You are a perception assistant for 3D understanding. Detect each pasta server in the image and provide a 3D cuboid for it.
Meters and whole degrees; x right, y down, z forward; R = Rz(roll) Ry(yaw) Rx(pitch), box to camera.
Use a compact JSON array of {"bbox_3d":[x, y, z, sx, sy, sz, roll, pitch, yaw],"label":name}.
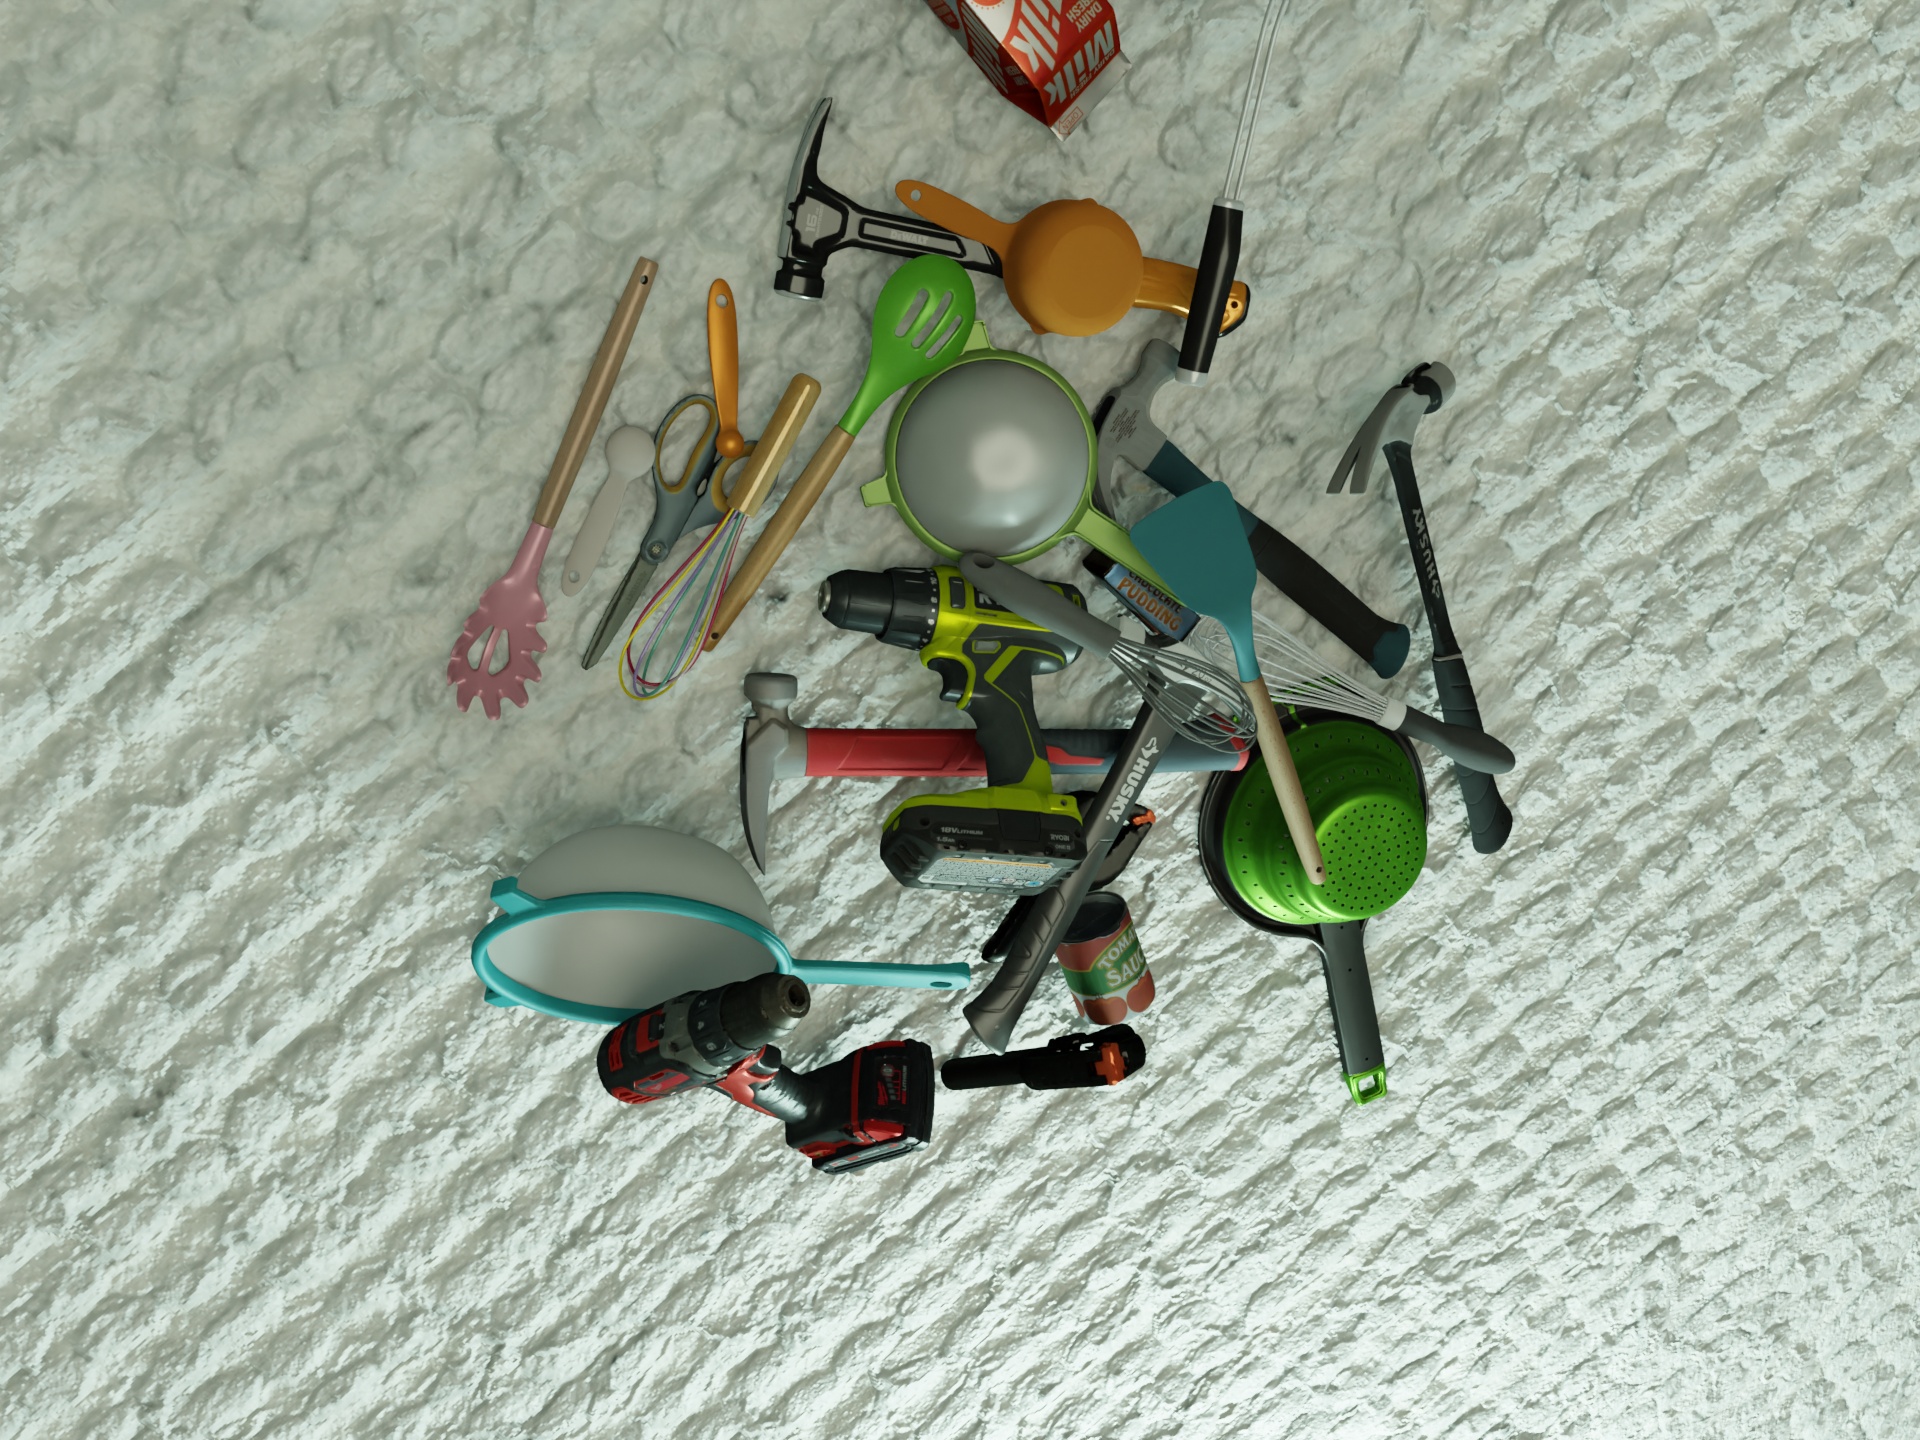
[{"bbox_3d":[-0.261,-0.151,1.038,0.060,0.040,0.316,20,100,-31],"label":"pasta server"}]

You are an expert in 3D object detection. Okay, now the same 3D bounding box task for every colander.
[{"bbox_3d":[0.320,0.164,1.288,0.204,0.095,0.396,-20,112,-10],"label":"colander"}]

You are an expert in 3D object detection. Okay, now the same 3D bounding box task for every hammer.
[{"bbox_3d":[0.225,-0.135,1.196,0.330,0.033,0.128,35,94,-24],"label":"hammer"},{"bbox_3d":[0.377,-0.063,1.245,0.149,0.036,0.408,-42,123,-33],"label":"hammer"},{"bbox_3d":[0.046,-0.321,1.080,0.336,0.034,0.127,7,106,-19],"label":"hammer"},{"bbox_3d":[0.031,0.039,1.175,0.386,0.038,0.143,0,98,-17],"label":"hammer"},{"bbox_3d":[0.098,0.098,1.172,0.146,0.035,0.335,25,97,-21],"label":"hammer"}]

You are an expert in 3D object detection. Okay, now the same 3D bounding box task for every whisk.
[{"bbox_3d":[-0.159,-0.121,1.058,0.047,0.051,0.245,28,92,-19],"label":"whisk"},{"bbox_3d":[0.299,-0.018,1.212,0.284,0.070,0.070,22,100,-8],"label":"whisk"},{"bbox_3d":[0.102,-0.050,1.092,0.239,0.055,0.055,30,97,0],"label":"whisk"}]

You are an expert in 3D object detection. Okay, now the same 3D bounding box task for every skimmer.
[{"bbox_3d":[0.180,-0.414,1.072,0.127,0.090,0.363,1,111,-27],"label":"skimmer"}]

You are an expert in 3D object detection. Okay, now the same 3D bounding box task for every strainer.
[{"bbox_3d":[0.069,-0.150,1.089,0.256,0.069,0.151,33,93,-8],"label":"strainer"},{"bbox_3d":[-0.159,0.136,1.104,0.340,0.095,0.211,5,148,-15],"label":"strainer"}]

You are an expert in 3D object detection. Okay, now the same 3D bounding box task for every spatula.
[{"bbox_3d":[0.211,-0.014,1.142,0.082,0.044,0.317,-30,116,-14],"label":"spatula"}]

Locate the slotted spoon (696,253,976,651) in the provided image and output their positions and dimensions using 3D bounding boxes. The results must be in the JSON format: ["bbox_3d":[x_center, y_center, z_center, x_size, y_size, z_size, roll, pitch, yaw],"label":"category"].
[{"bbox_3d":[-0.089,-0.173,1.072,0.070,0.031,0.313,28,106,-30],"label":"slotted spoon"}]

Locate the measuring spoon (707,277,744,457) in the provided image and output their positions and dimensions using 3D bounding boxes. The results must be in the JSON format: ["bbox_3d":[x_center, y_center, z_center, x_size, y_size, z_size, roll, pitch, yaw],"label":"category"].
[{"bbox_3d":[-0.154,-0.232,1.047,0.021,0.011,0.117,-7,98,-28],"label":"measuring spoon"}]

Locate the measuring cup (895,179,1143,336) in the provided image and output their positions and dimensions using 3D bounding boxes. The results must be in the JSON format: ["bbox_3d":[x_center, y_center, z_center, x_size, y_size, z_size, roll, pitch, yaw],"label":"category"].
[{"bbox_3d":[0.040,-0.310,1.033,0.173,0.052,0.095,18,103,-24],"label":"measuring cup"}]

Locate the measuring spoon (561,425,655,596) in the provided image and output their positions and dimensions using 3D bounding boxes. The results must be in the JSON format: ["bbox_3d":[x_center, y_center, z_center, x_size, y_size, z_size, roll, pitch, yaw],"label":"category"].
[{"bbox_3d":[-0.239,-0.137,1.054,0.034,0.018,0.124,28,101,6],"label":"measuring spoon"}]

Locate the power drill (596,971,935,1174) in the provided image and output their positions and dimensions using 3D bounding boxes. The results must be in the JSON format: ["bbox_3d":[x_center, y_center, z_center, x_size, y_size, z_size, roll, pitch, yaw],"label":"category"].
[{"bbox_3d":[-0.117,0.243,1.122,0.188,0.080,0.226,-28,137,36],"label":"power drill"}]

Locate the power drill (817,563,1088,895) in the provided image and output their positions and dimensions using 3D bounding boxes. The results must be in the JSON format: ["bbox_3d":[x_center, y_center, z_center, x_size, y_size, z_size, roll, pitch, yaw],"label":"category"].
[{"bbox_3d":[-0.002,-0.003,1.091,0.190,0.080,0.229,6,63,-19],"label":"power drill"}]
